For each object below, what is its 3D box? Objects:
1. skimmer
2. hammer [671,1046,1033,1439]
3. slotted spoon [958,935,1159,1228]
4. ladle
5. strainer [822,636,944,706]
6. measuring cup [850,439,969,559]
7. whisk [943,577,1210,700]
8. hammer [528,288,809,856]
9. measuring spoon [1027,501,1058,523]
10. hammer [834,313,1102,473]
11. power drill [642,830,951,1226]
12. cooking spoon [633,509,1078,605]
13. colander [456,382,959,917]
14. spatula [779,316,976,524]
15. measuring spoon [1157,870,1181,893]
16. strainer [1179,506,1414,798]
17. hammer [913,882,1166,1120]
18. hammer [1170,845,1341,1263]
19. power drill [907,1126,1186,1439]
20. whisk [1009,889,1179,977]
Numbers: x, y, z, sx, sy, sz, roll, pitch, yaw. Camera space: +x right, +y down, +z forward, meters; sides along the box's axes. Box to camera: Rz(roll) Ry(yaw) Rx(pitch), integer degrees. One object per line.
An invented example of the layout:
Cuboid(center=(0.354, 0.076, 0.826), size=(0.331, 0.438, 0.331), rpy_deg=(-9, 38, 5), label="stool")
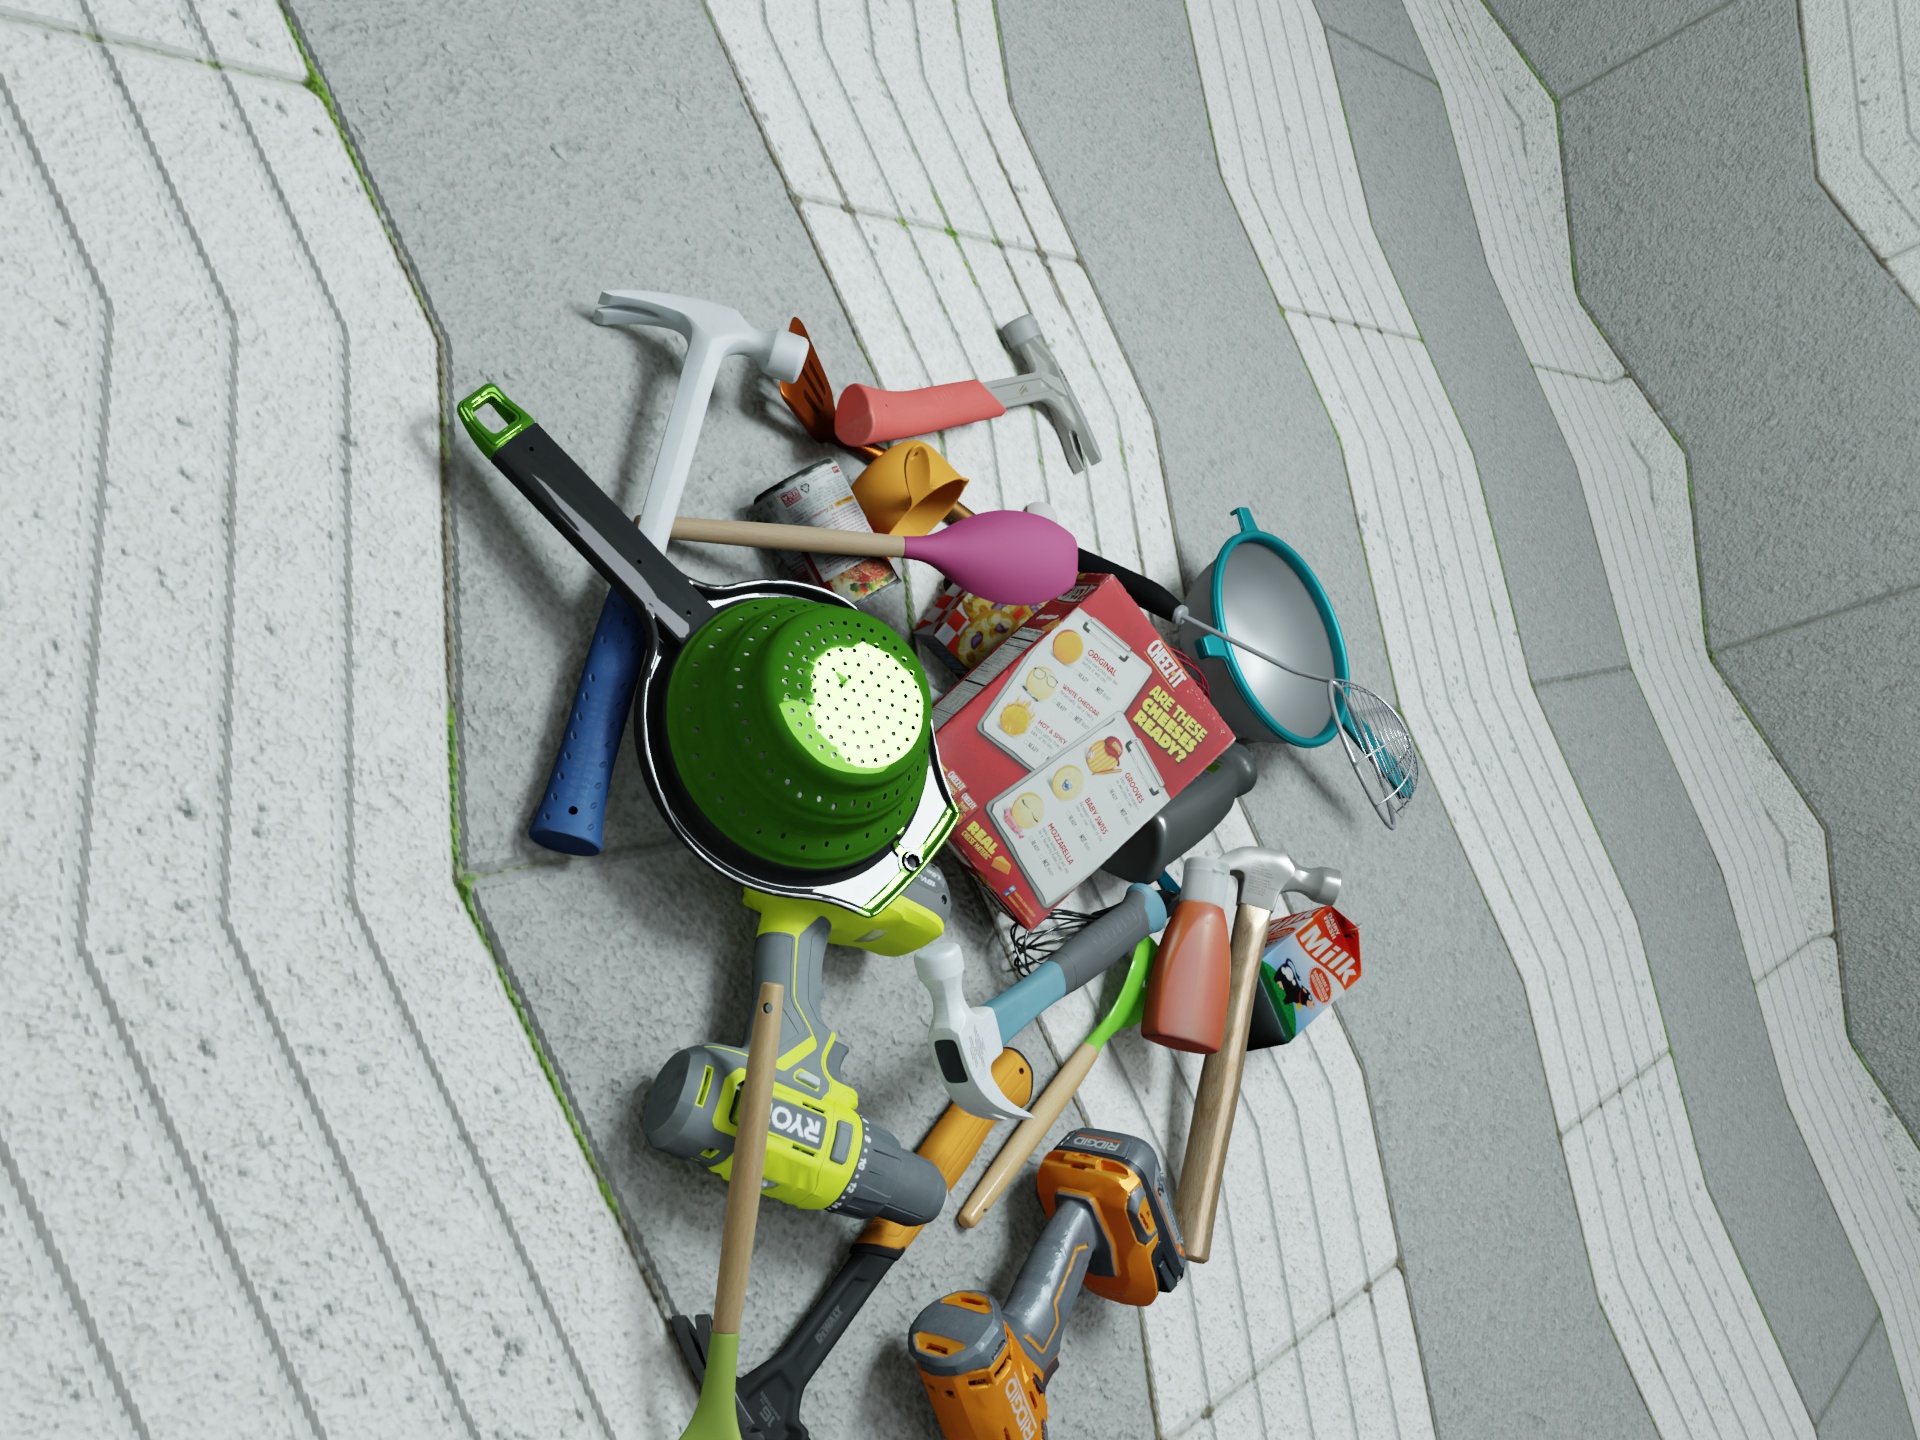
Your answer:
Cuboid(center=(0.220, -0.036, 1.323), size=(0.090, 0.363, 0.127), rpy_deg=(-62, 155, 6), label="skimmer")
Cuboid(center=(-0.045, 0.314, 1.012), size=(0.127, 0.034, 0.337), rpy_deg=(59, 40, -11), label="hammer")
Cuboid(center=(0.084, 0.263, 1.181), size=(0.314, 0.031, 0.070), rpy_deg=(-43, 137, -45), label="slotted spoon")
Cuboid(center=(-0.124, 0.301, 0.851), size=(0.062, 0.078, 0.320), rpy_deg=(78, 18, -80), label="ladle")
Cuboid(center=(-0.002, -0.004, 1.199), size=(0.258, 0.087, 0.050), rpy_deg=(32, 18, -25), label="strainer")
Cuboid(center=(-0.045, -0.177, 1.146), size=(0.095, 0.173, 0.052), rpy_deg=(-41, 80, -9), label="measuring cup")
Cuboid(center=(0.103, -0.061, 1.337), size=(0.295, 0.073, 0.073), rpy_deg=(24, 55, -32), label="whisk")
Cuboid(center=(-0.205, -0.108, 1.011), size=(0.144, 0.035, 0.406), rpy_deg=(17, 62, -14), label="hammer")
Cuboid(center=(0.072, -0.148, 1.351), size=(0.034, 0.018, 0.124), rpy_deg=(45, 30, -29), label="measuring spoon")
Cuboid(center=(0.009, -0.253, 1.306), size=(0.359, 0.036, 0.149), rpy_deg=(-30, 95, -58), label="hammer")
Cuboid(center=(-0.078, 0.188, 0.983), size=(0.190, 0.080, 0.229), rpy_deg=(29, 51, -23), label="power drill")
Cuboid(center=(-0.065, -0.122, 1.101), size=(0.318, 0.017, 0.069), rpy_deg=(3, 88, -18), label="cooking spoon")
Cuboid(center=(-0.140, -0.061, 0.943), size=(0.397, 0.094, 0.204), rpy_deg=(47, 55, -7), label="colander")
Cuboid(center=(-0.032, -0.194, 1.262), size=(0.322, 0.041, 0.081), rpy_deg=(32, 49, -36), label="spatula")
Cuboid(center=(0.187, 0.141, 1.360), size=(0.128, 0.021, 0.042), rpy_deg=(52, 42, -15), label="measuring spoon")
Cuboid(center=(0.310, -0.025, 1.522), size=(0.340, 0.095, 0.211), rpy_deg=(44, 46, -27), label="strainer")
Cuboid(center=(0.070, 0.174, 1.103), size=(0.331, 0.033, 0.128), rpy_deg=(-20, 99, -60), label="hammer")
Cuboid(center=(0.209, 0.258, 1.263), size=(0.130, 0.031, 0.331), rpy_deg=(15, 71, 1), label="hammer")
Cuboid(center=(0.063, 0.399, 1.051), size=(0.226, 0.084, 0.164), rpy_deg=(-40, 120, -45), label="power drill")
Cuboid(center=(0.113, 0.162, 1.251), size=(0.239, 0.055, 0.055), rpy_deg=(-8, 78, -54), label="whisk")
